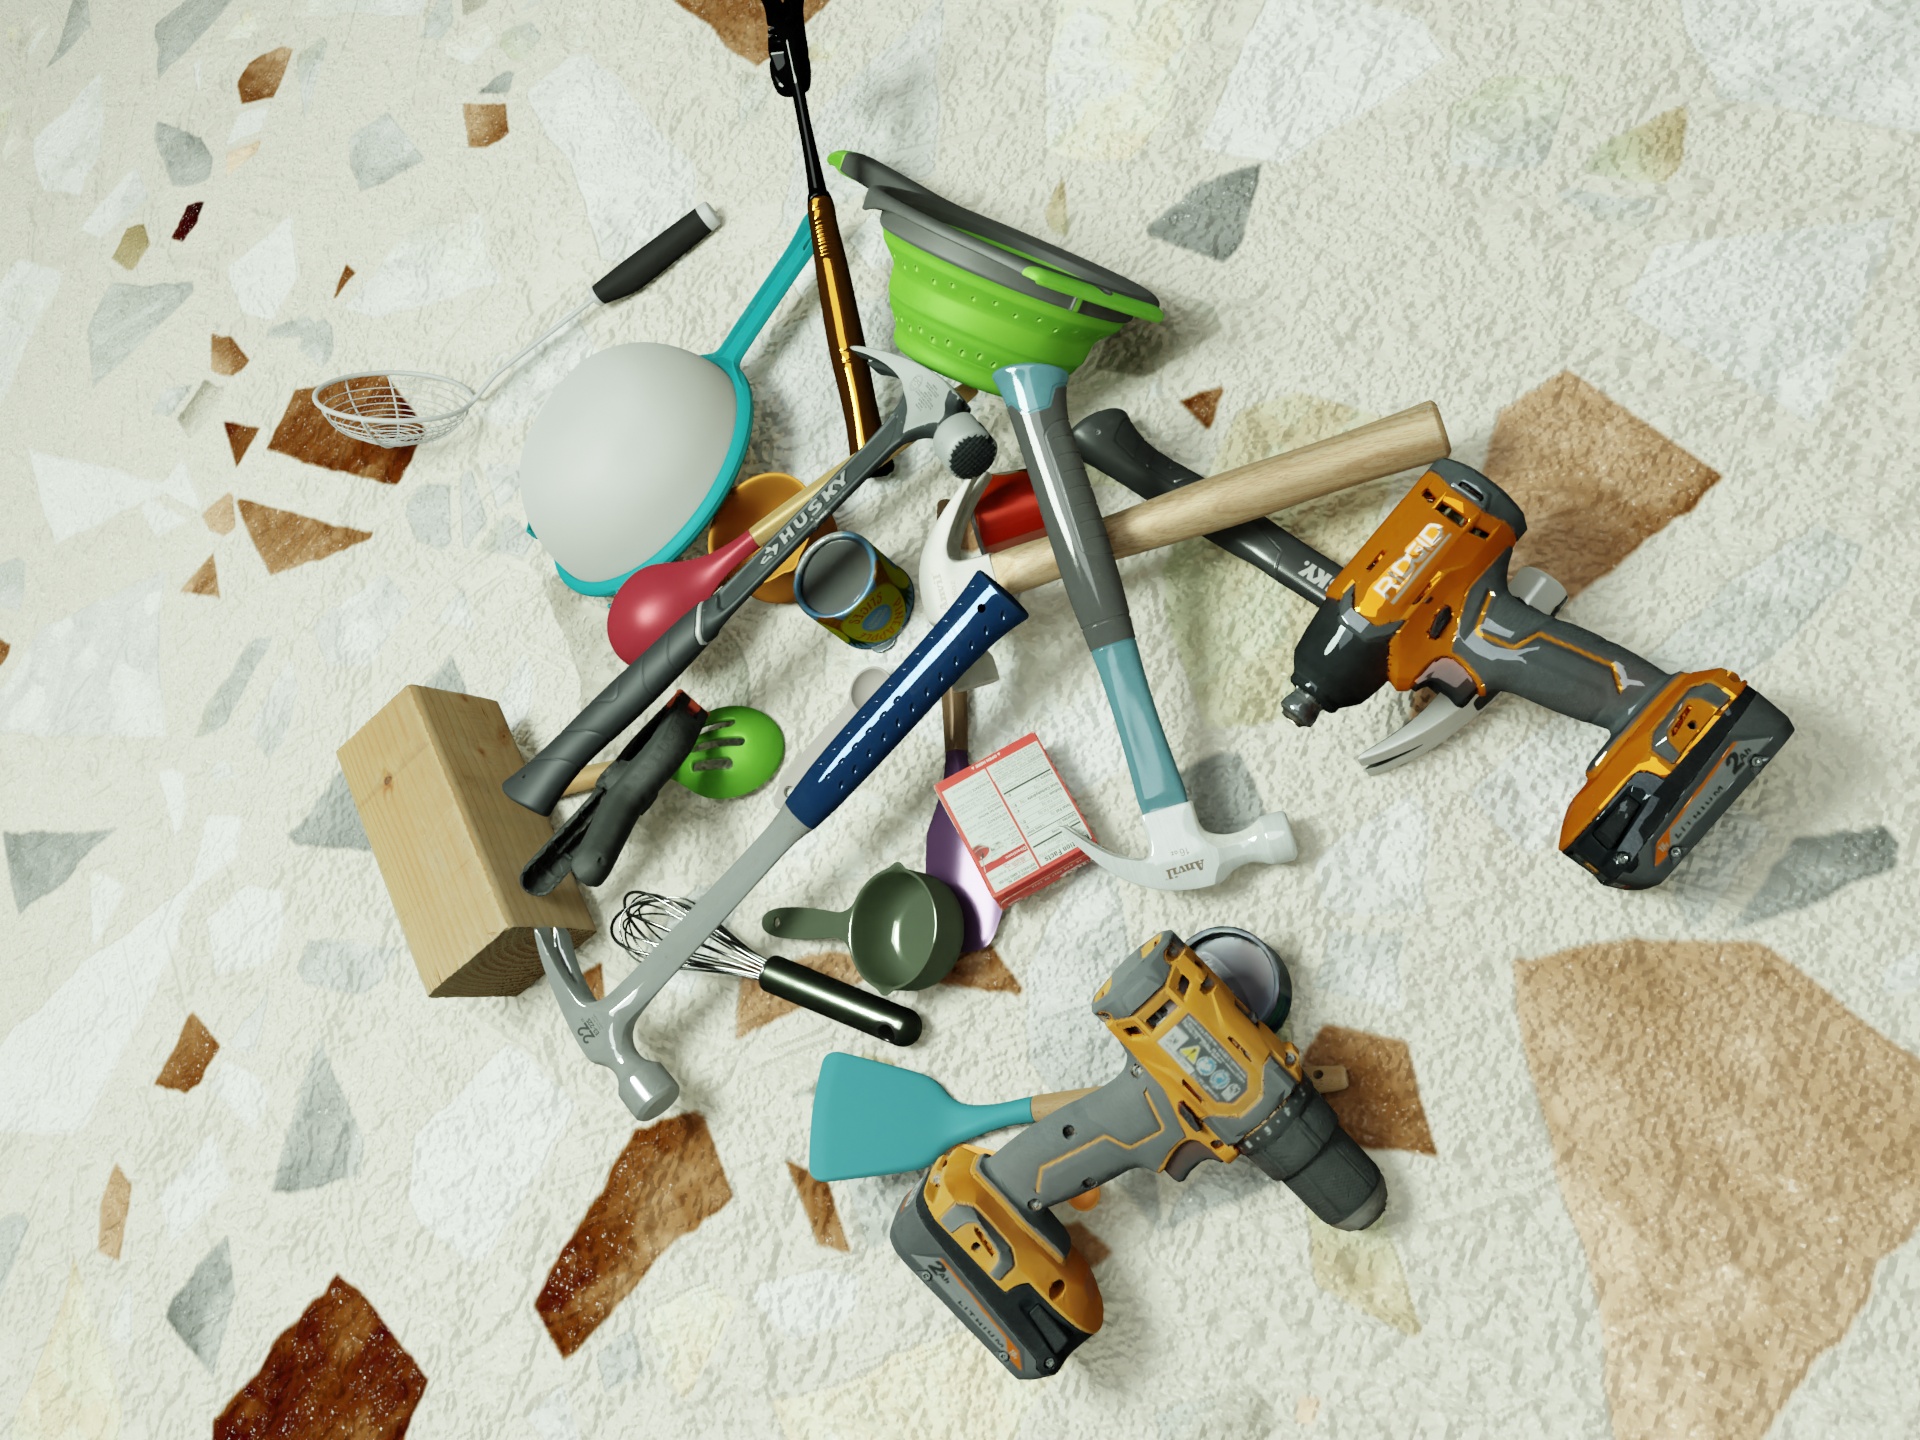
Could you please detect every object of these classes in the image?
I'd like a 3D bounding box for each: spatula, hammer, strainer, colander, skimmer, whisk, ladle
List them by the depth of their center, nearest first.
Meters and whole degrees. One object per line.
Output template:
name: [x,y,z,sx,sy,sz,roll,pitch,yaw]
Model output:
spatula: [0.063,0.220,0.921,0.317,0.044,0.082,-12,50,21]
hammer: [0.088,-0.058,0.944,0.128,0.033,0.331,-18,85,9]
hammer: [0.127,-0.125,0.967,0.331,0.031,0.130,-17,86,18]
hammer: [0.188,-0.101,0.980,0.335,0.035,0.146,39,91,32]
hammer: [-0.113,0.063,1.005,0.405,0.035,0.144,-47,70,10]
whisk: [-0.130,0.163,1.044,0.246,0.059,0.057,17,124,27]
hammer: [-0.157,-0.082,1.047,0.409,0.036,0.149,-43,48,11]
spatula: [-0.002,-0.003,1.051,0.060,0.018,0.316,-13,68,26]
ladle: [-0.119,-0.139,1.094,0.315,0.031,0.069,-34,77,8]
colander: [-0.016,-0.313,1.114,0.398,0.204,0.094,48,122,48]
hammer: [-0.093,-0.339,1.131,0.034,0.127,0.337,-11,88,-4]
strainer: [-0.223,-0.256,1.180,0.340,0.095,0.211,-55,42,2]
skimmer: [-0.368,-0.340,1.318,0.363,0.090,0.127,-33,29,11]

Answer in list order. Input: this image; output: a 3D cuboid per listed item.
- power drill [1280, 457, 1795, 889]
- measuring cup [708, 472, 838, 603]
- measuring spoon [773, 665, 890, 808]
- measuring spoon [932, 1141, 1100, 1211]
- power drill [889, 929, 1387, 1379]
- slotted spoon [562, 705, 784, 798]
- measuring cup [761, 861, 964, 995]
power drill: [0.291,-0.011,0.840,0.227,0.084,0.164,41,93,17]
measuring cup: [-0.159,-0.097,1.147,0.173,0.052,0.095,-47,58,7]
measuring spoon: [-0.086,0.015,1.093,0.124,0.018,0.034,-49,58,11]
measuring spoon: [0.031,0.269,0.941,0.117,0.011,0.021,5,67,32]
power drill: [0.097,0.251,0.857,0.185,0.084,0.226,45,99,3]
slotted spoon: [-0.270,0.043,1.167,0.314,0.031,0.070,-12,65,24]
measuring cup: [-0.064,0.134,1.028,0.168,0.038,0.083,-4,77,44]
